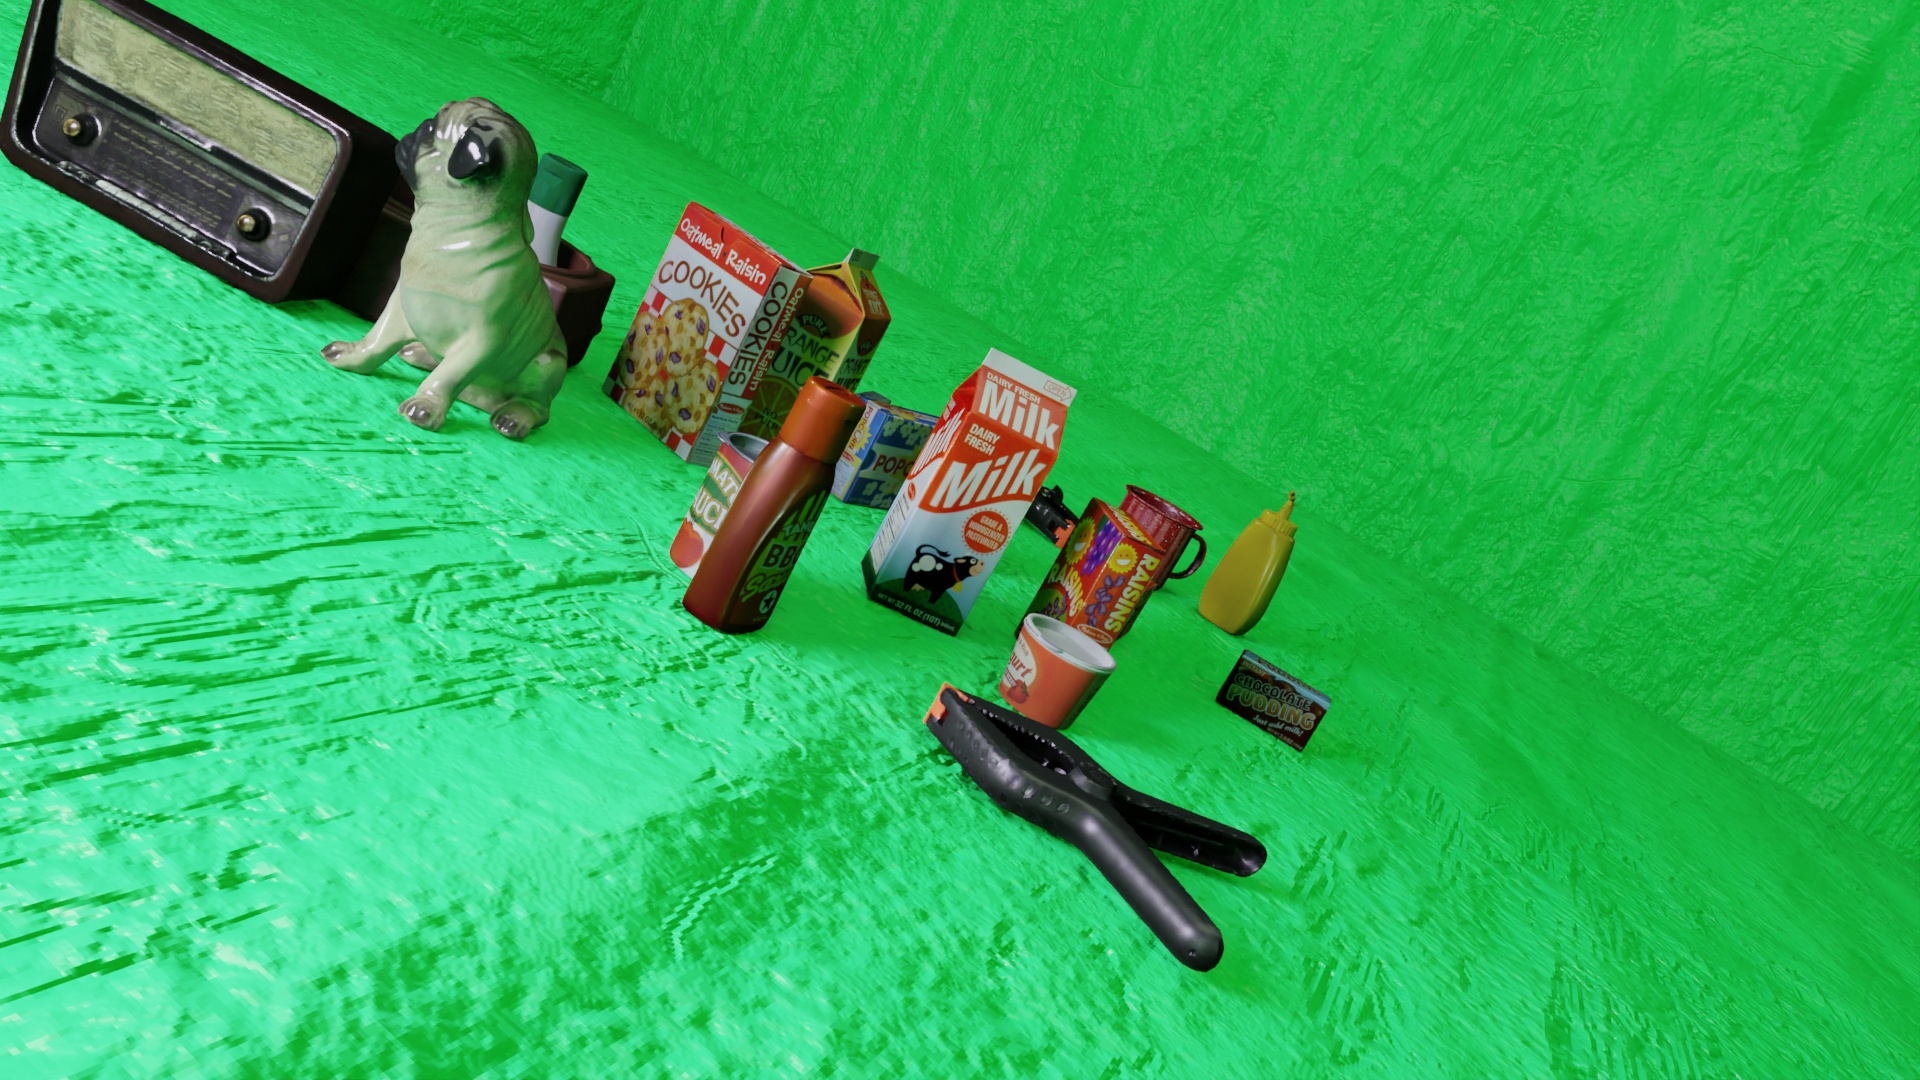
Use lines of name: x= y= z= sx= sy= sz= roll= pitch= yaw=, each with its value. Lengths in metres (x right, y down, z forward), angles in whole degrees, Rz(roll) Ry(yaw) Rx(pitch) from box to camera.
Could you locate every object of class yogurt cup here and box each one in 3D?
yogurt cup: x=0.061 y=0.088 z=0.917 sx=0.072 sy=0.053 sz=0.072 roll=27 pitch=13 yaw=-7

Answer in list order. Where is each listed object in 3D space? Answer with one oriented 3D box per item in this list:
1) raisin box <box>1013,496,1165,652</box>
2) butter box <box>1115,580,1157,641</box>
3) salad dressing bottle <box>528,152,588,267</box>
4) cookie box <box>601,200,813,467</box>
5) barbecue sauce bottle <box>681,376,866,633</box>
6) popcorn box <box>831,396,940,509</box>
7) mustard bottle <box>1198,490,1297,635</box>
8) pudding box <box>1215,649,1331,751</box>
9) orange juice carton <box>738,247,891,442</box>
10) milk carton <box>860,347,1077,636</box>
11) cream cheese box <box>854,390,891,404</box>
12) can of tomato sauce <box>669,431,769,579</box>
raisin box: x=0.092 y=0.040 z=1.008 sx=0.040 sy=0.123 sz=0.086 roll=25 pitch=13 yaw=-17
butter box: x=0.137 y=0.058 z=1.184 sx=0.024 sy=0.053 sz=0.104 roll=32 pitch=14 yaw=13
salad dressing bottle: x=-0.338 y=-0.229 z=1.086 sx=0.064 sy=0.147 sz=0.044 roll=28 pitch=13 yaw=-1
cookie box: x=-0.197 y=-0.158 z=1.065 sx=0.123 sy=0.167 sz=0.040 roll=37 pitch=15 yaw=34
barbecue sauce bottle: x=-0.102 y=-0.020 z=0.784 sx=0.044 sy=0.148 sz=0.065 roll=33 pitch=13 yaw=17
popcorn box: x=-0.056 y=-0.071 z=1.204 sx=0.038 sy=0.085 sz=0.127 roll=36 pitch=15 yaw=31
mustard bottle: x=0.310 y=0.020 z=1.441 sx=0.065 sy=0.160 sz=0.049 roll=36 pitch=15 yaw=31
pudding box: x=0.263 y=0.133 z=1.164 sx=0.084 sy=0.049 sz=0.030 roll=31 pitch=13 yaw=10
orange juice carton: x=-0.120 y=-0.152 z=1.144 sx=0.073 sy=0.192 sz=0.072 roll=31 pitch=13 yaw=10
milk carton: x=0.006 y=-0.037 z=0.976 sx=0.072 sy=0.190 sz=0.073 roll=25 pitch=13 yaw=-16
cream cheese box: x=-0.101 y=-0.116 z=1.348 sx=0.024 sy=0.053 sz=0.104 roll=30 pitch=13 yaw=7
can of tomato sauce: x=-0.132 y=-0.015 z=0.847 sx=0.071 sy=0.083 sz=0.071 roll=27 pitch=13 yaw=-7
